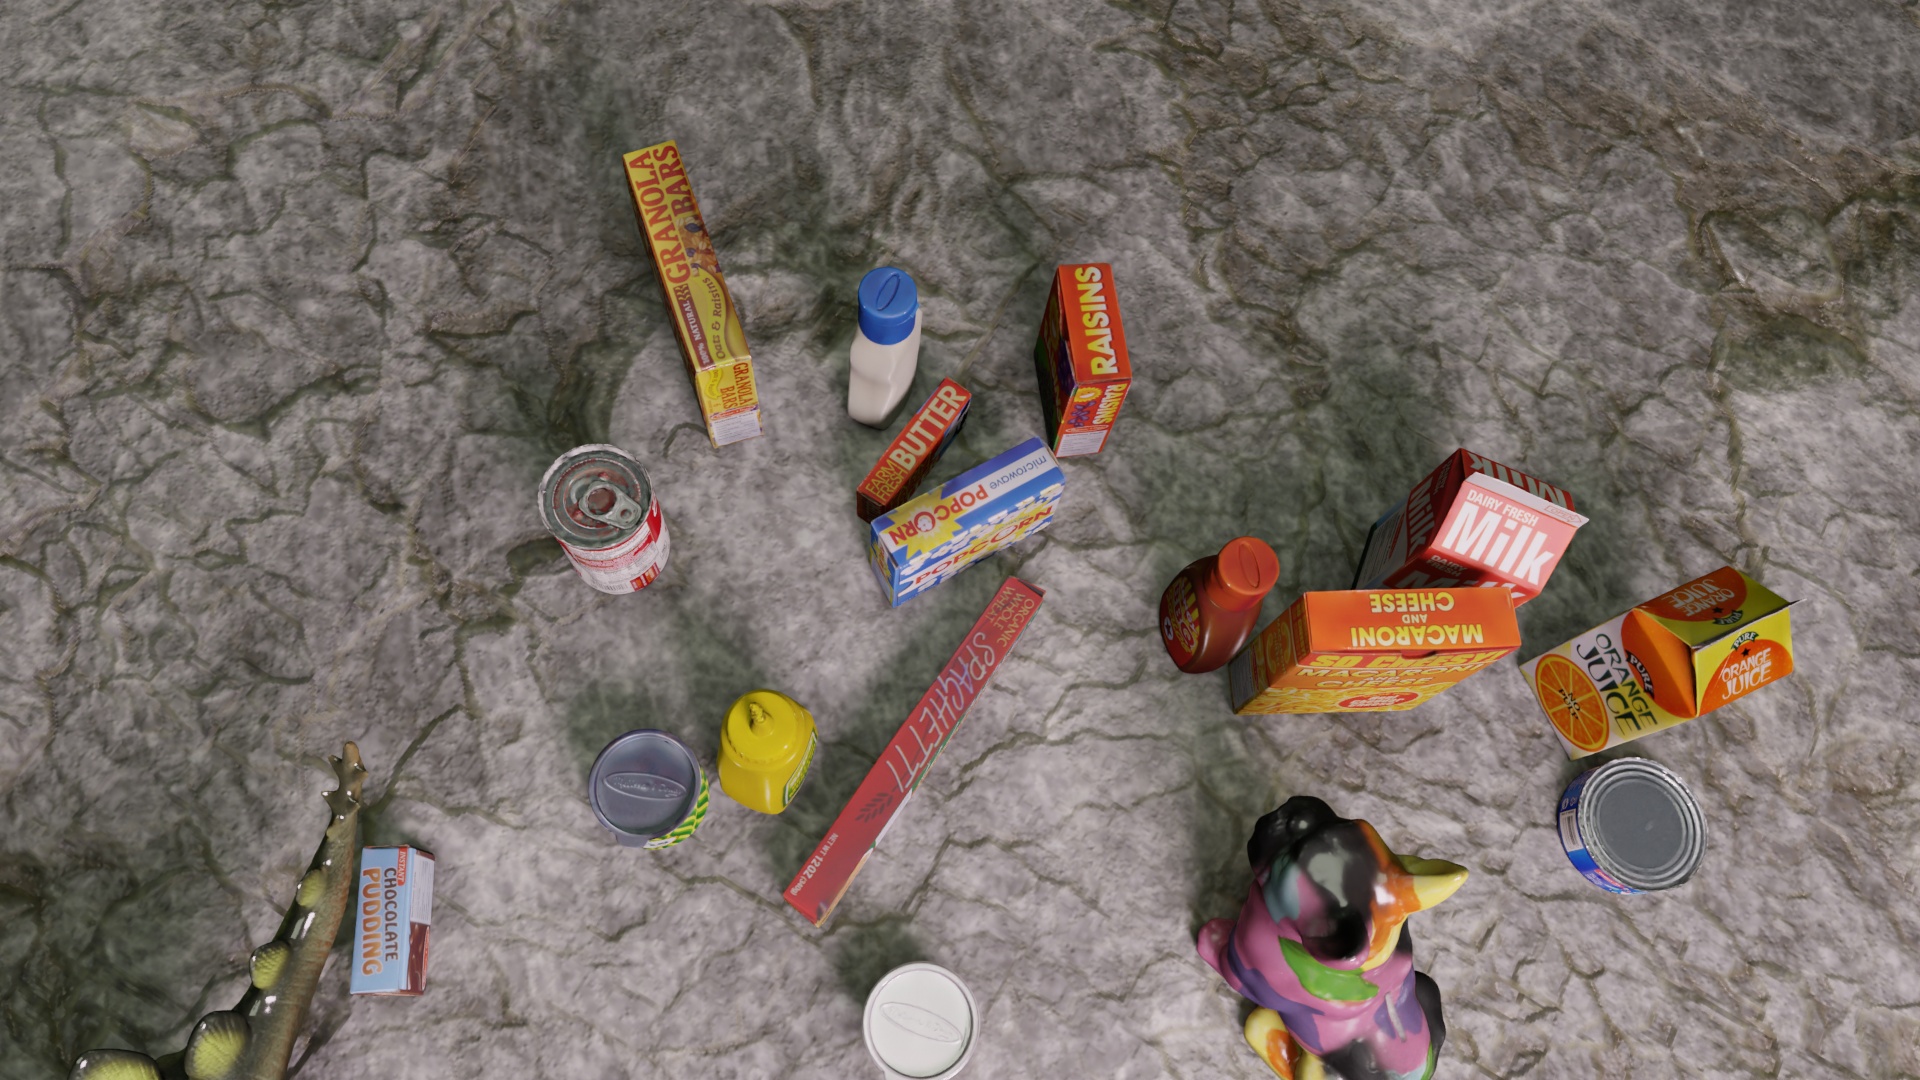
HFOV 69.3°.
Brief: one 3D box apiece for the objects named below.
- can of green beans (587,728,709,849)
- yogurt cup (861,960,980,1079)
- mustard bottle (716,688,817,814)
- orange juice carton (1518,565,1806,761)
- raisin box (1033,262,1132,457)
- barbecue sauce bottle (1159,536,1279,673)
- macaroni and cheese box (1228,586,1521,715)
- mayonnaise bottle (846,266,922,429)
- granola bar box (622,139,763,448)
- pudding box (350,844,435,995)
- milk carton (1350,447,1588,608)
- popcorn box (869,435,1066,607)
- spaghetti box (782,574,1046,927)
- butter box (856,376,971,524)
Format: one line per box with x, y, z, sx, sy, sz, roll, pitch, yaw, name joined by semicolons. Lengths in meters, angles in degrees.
-0.189;0.153;0.848;0.071;0.057;0.071;1;71;-4;can of green beans
-0.024;0.284;0.818;0.072;0.053;0.072;1;71;-4;yogurt cup
-0.114;0.119;0.812;0.049;0.159;0.065;23;71;3;mustard bottle
0.433;0.075;0.856;0.072;0.192;0.073;-21;74;-11;orange juice carton
0.079;-0.119;0.931;0.040;0.123;0.086;-5;72;-6;raisin box
0.162;0.037;0.870;0.044;0.148;0.065;-10;72;-8;barbecue sauce bottle
0.248;0.072;0.856;0.124;0.166;0.040;-1;71;-5;macaroni and cheese box
-0.050;-0.128;0.911;0.041;0.147;0.065;23;71;3;mayonnaise bottle
-0.177;-0.160;0.924;0.039;0.123;0.166;-18;73;-10;granola bar box
-0.332;0.224;0.815;0.030;0.049;0.084;-2;71;-5;pudding box
0.315;0.004;0.872;0.072;0.190;0.074;22;71;3;milk carton
0.003;-0.011;0.907;0.127;0.085;0.038;-28;76;-13;popcorn box
-0.026;0.129;0.874;0.029;0.050;0.251;34;71;7;spaghetti box
-0.032;-0.058;0.938;0.024;0.053;0.104;34;72;7;butter box
